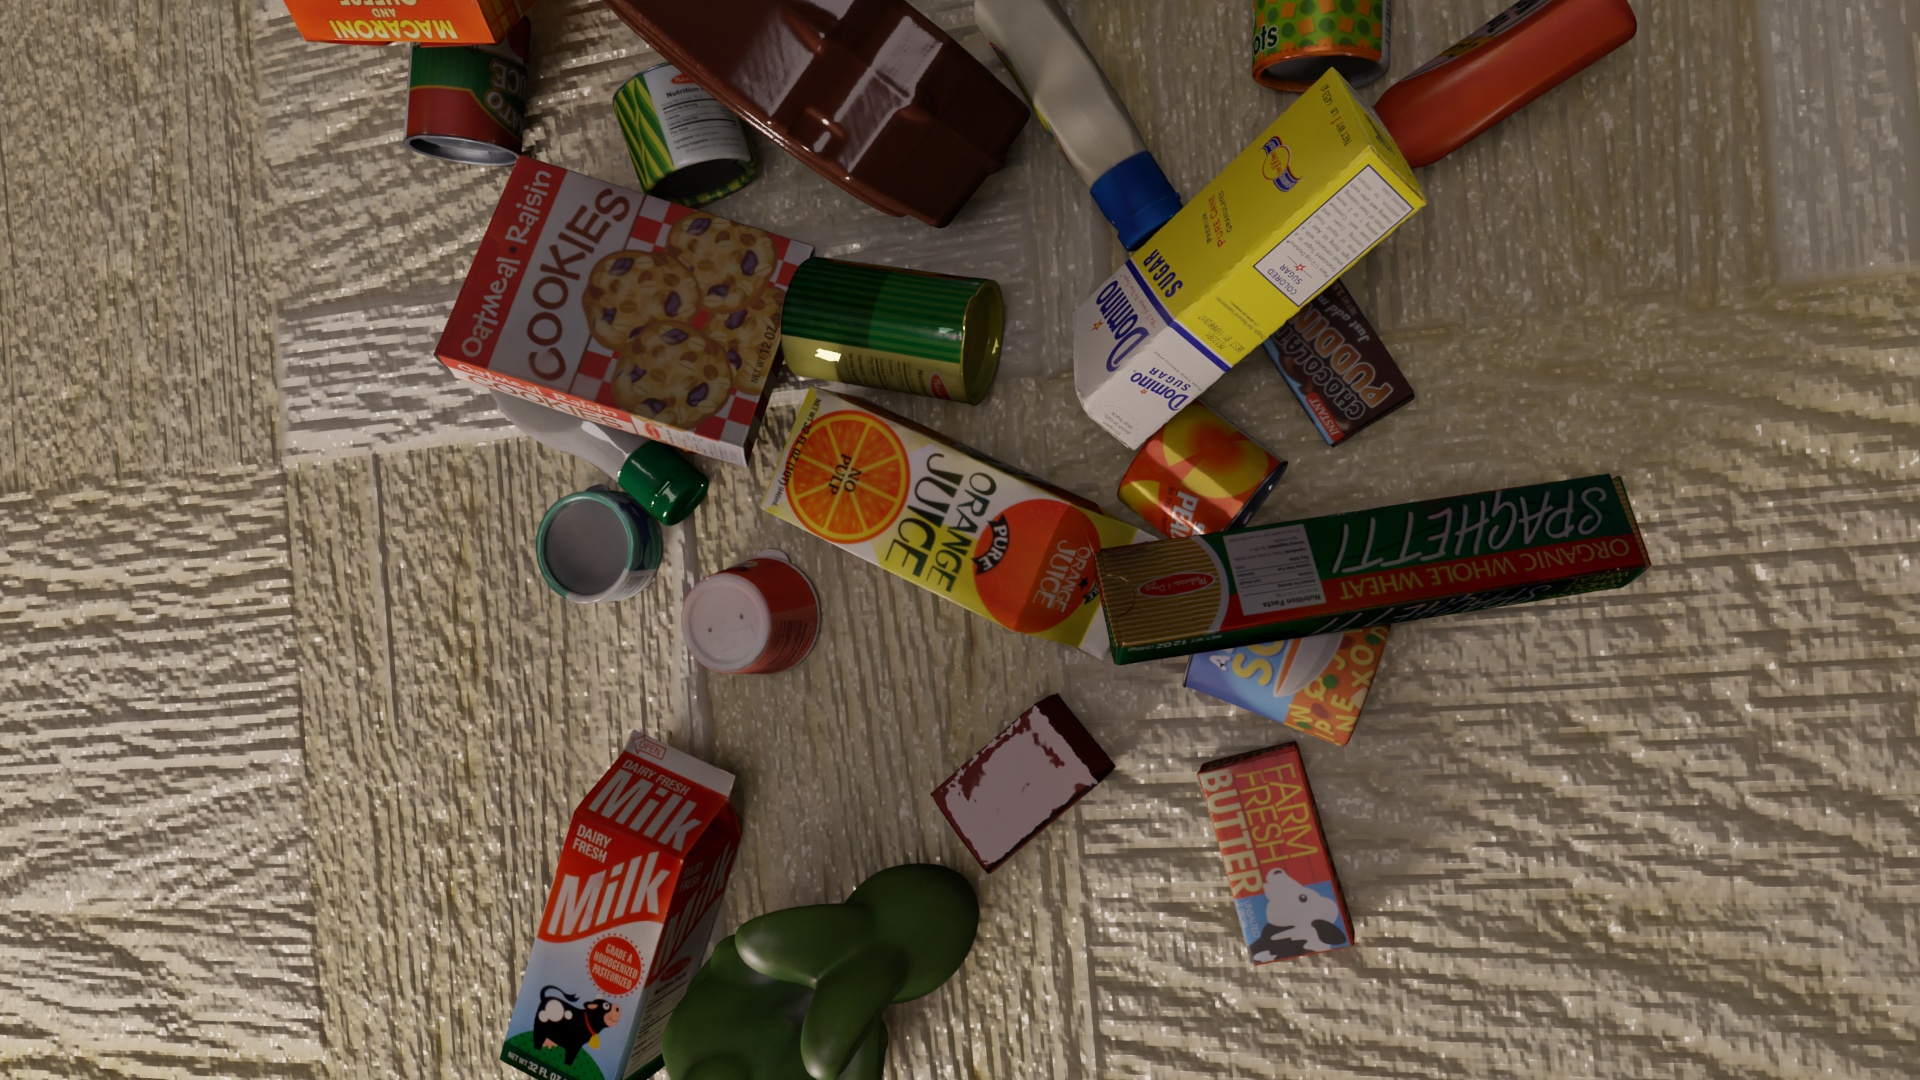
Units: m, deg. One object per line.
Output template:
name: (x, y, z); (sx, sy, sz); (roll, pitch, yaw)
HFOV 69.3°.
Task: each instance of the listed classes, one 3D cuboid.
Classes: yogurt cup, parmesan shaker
yogurt cup: (-0.118, 0.043, 0.770); (0.072, 0.054, 0.072); (0, 91, 17)
parmesan shaker: (-0.036, -0.114, 0.736); (0.103, 0.071, 0.071); (11, 94, 17)

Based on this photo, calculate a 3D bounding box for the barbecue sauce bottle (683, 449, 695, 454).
barbecue sauce bottle: (-0.180, -0.119, 0.793); (0.065, 0.043, 0.148); (-34, 81, 2)

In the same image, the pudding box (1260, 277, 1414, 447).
pudding box: (0.182, -0.094, 0.692); (0.049, 0.030, 0.084); (-33, 81, 15)

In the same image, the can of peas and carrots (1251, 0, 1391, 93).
can of peas and carrots: (0.173, -0.255, 0.675); (0.071, 0.071, 0.058); (1, 91, 17)

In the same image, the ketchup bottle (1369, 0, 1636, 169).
ketchup bottle: (0.239, -0.213, 0.661); (0.148, 0.065, 0.043); (-32, 101, 23)

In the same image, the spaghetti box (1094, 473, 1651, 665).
spaghetti box: (0.189, 0.013, 0.644); (0.250, 0.028, 0.050); (-8, 65, -3)

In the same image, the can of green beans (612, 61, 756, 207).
can of green beans: (-0.153, -0.225, 0.773); (0.071, 0.071, 0.058); (-20, 85, 16)

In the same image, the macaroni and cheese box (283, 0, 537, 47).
macaroni and cheese box: (-0.276, -0.334, 0.772); (0.124, 0.040, 0.167); (7, 50, 17)

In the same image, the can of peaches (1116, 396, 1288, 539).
can of peaches: (0.118, -0.028, 0.691); (0.058, 0.071, 0.071); (39, 101, 13)

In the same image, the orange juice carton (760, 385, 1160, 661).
orange juice carton: (0.003, -0.009, 0.724); (0.193, 0.073, 0.071); (25, 97, 15)

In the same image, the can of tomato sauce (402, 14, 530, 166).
can of tomato sauce: (-0.286, -0.268, 0.813); (0.071, 0.071, 0.083); (4, 91, 17)

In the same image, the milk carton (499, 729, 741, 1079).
milk carton: (-0.184, 0.207, 0.780); (0.072, 0.073, 0.190); (20, 96, 16)

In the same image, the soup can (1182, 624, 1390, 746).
soup can: (0.159, 0.054, 0.678); (0.084, 0.071, 0.071); (20, 96, 15)

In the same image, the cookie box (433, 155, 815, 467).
cookie box: (-0.177, -0.124, 0.749); (0.167, 0.040, 0.123); (17, 75, -2)

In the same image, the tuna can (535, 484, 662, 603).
tuna can: (-0.211, 0.001, 0.808); (0.071, 0.033, 0.071); (0, 91, 16)

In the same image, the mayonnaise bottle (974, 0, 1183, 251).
mayonnaise bottle: (0.062, -0.219, 0.713); (0.041, 0.065, 0.148); (-32, 85, 13)

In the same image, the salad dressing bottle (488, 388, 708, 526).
salad dressing bottle: (-0.210, -0.067, 0.803); (0.148, 0.044, 0.064); (41, 90, 12)

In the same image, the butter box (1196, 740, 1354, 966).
butter box: (0.159, 0.158, 0.703); (0.053, 0.024, 0.103); (-17, 85, 17)
